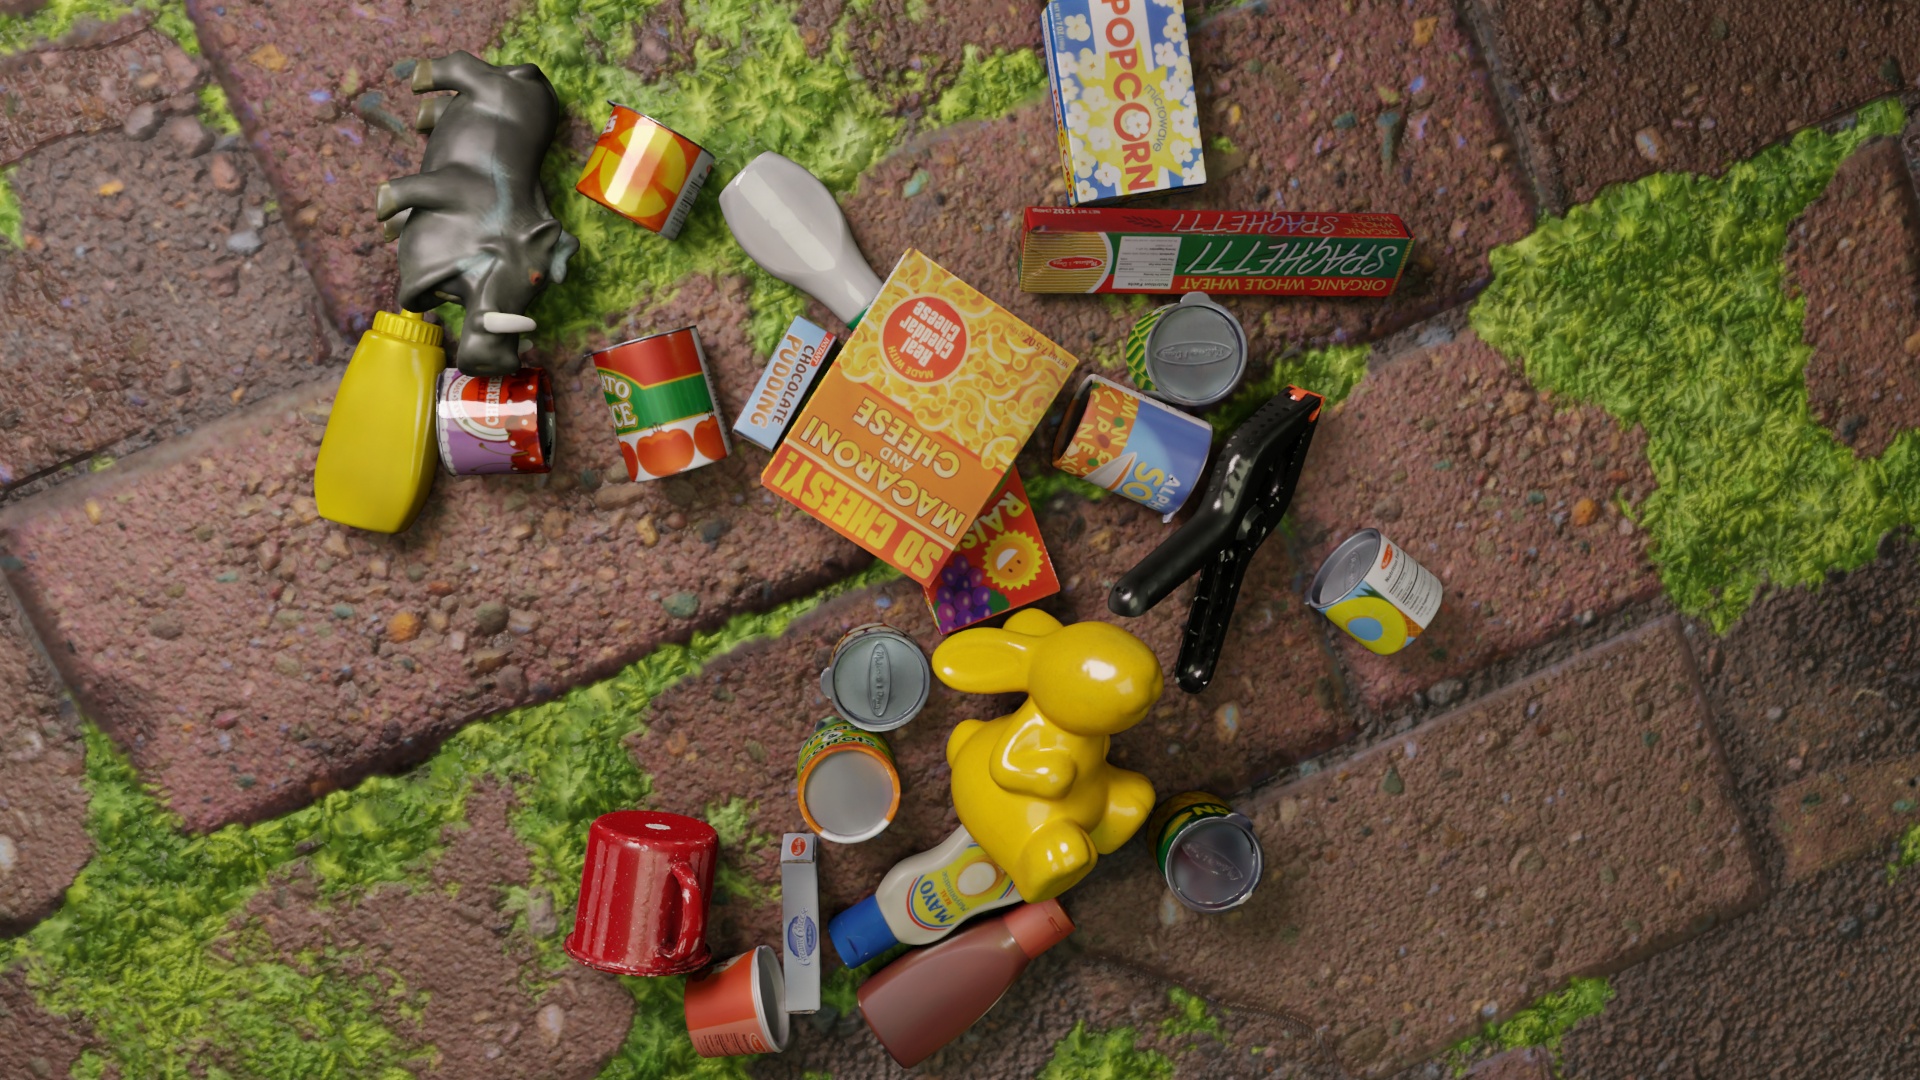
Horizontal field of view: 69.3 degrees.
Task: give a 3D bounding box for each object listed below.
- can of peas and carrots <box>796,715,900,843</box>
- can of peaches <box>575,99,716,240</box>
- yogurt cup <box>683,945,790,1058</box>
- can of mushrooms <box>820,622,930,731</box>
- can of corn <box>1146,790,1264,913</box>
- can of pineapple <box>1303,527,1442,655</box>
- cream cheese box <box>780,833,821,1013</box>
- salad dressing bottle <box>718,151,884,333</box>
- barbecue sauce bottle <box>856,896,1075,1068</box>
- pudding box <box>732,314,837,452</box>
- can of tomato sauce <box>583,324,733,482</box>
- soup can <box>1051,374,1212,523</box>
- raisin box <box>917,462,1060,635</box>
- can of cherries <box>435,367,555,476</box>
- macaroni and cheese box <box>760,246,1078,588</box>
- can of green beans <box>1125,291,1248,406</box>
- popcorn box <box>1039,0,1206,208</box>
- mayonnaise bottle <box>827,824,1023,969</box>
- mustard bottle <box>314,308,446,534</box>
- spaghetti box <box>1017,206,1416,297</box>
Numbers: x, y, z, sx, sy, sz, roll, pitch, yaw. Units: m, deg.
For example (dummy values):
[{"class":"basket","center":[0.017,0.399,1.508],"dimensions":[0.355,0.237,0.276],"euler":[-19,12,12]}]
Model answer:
[{"class":"can of peas and carrots","center":[-0.074,0.153,0.900],"dimensions":[0.071,0.059,0.071],"euler":[-1,97,-7]},{"class":"can of peaches","center":[-0.192,-0.222,0.837],"dimensions":[0.071,0.071,0.058],"euler":[26,95,-9]},{"class":"yogurt cup","center":[-0.147,0.305,0.910],"dimensions":[0.054,0.072,0.072],"euler":[-14,99,4]},{"class":"can of mushrooms","center":[-0.056,0.088,0.907],"dimensions":[0.071,0.033,0.071],"euler":[-1,98,-7]},{"class":"can of corn","center":[0.165,0.206,0.934],"dimensions":[0.071,0.058,0.071],"euler":[-1,97,-6]},{"class":"can of pineapple","center":[0.274,0.035,0.923],"dimensions":[0.058,0.071,0.071],"euler":[37,92,-10]},{"class":"cream cheese box","center":[-0.104,0.250,0.912],"dimensions":[0.024,0.053,0.103],"euler":[-1,97,-4]},{"class":"salad dressing bottle","center":[-0.084,-0.173,0.867],"dimensions":[0.064,0.044,0.147],"euler":[-44,101,-1]},{"class":"barbecue sauce bottle","center":[0.007,0.288,0.934],"dimensions":[0.148,0.044,0.065],"euler":[-34,99,-2]},{"class":"pudding box","center":[-0.110,-0.098,0.870],"dimensions":[0.030,0.050,0.083],"euler":[30,92,-7]},{"class":"can of tomato sauce","center":[-0.185,-0.083,0.854],"dimensions":[0.071,0.071,0.083],"euler":[-16,99,-4]},{"class":"soup can","center":[0.108,-0.059,0.890],"dimensions":[0.084,0.071,0.071],"euler":[22,94,-8]},{"class":"raisin box","center":[0.003,-0.011,0.899],"dimensions":[0.086,0.040,0.123],"euler":[-21,98,-4]},{"class":"can of cherries","center":[-0.281,-0.073,0.843],"dimensions":[0.058,0.071,0.071],"euler":[-1,98,-6]},{"class":"macaroni and cheese box","center":[-0.026,-0.074,0.847],"dimensions":[0.123,0.040,0.166],"euler":[33,92,-10]},{"class":"can of green beans","center":[0.144,-0.120,0.891],"dimensions":[0.071,0.058,0.071],"euler":[-1,98,-6]},{"class":"popcorn box","center":[0.103,-0.279,0.877],"dimensions":[0.085,0.038,0.126],"euler":[-10,98,-5]},{"class":"mayonnaise bottle","center":[-0.016,0.234,0.925],"dimensions":[0.148,0.041,0.064],"euler":[-29,97,-3]},{"class":"mustard bottle","center":[-0.344,-0.086,0.845],"dimensions":[0.065,0.049,0.160],"euler":[15,94,-8]},{"class":"spaghetti box","center":[0.162,-0.184,0.889],"dimensions":[0.250,0.029,0.049],"euler":[-1,138,-6]}]
